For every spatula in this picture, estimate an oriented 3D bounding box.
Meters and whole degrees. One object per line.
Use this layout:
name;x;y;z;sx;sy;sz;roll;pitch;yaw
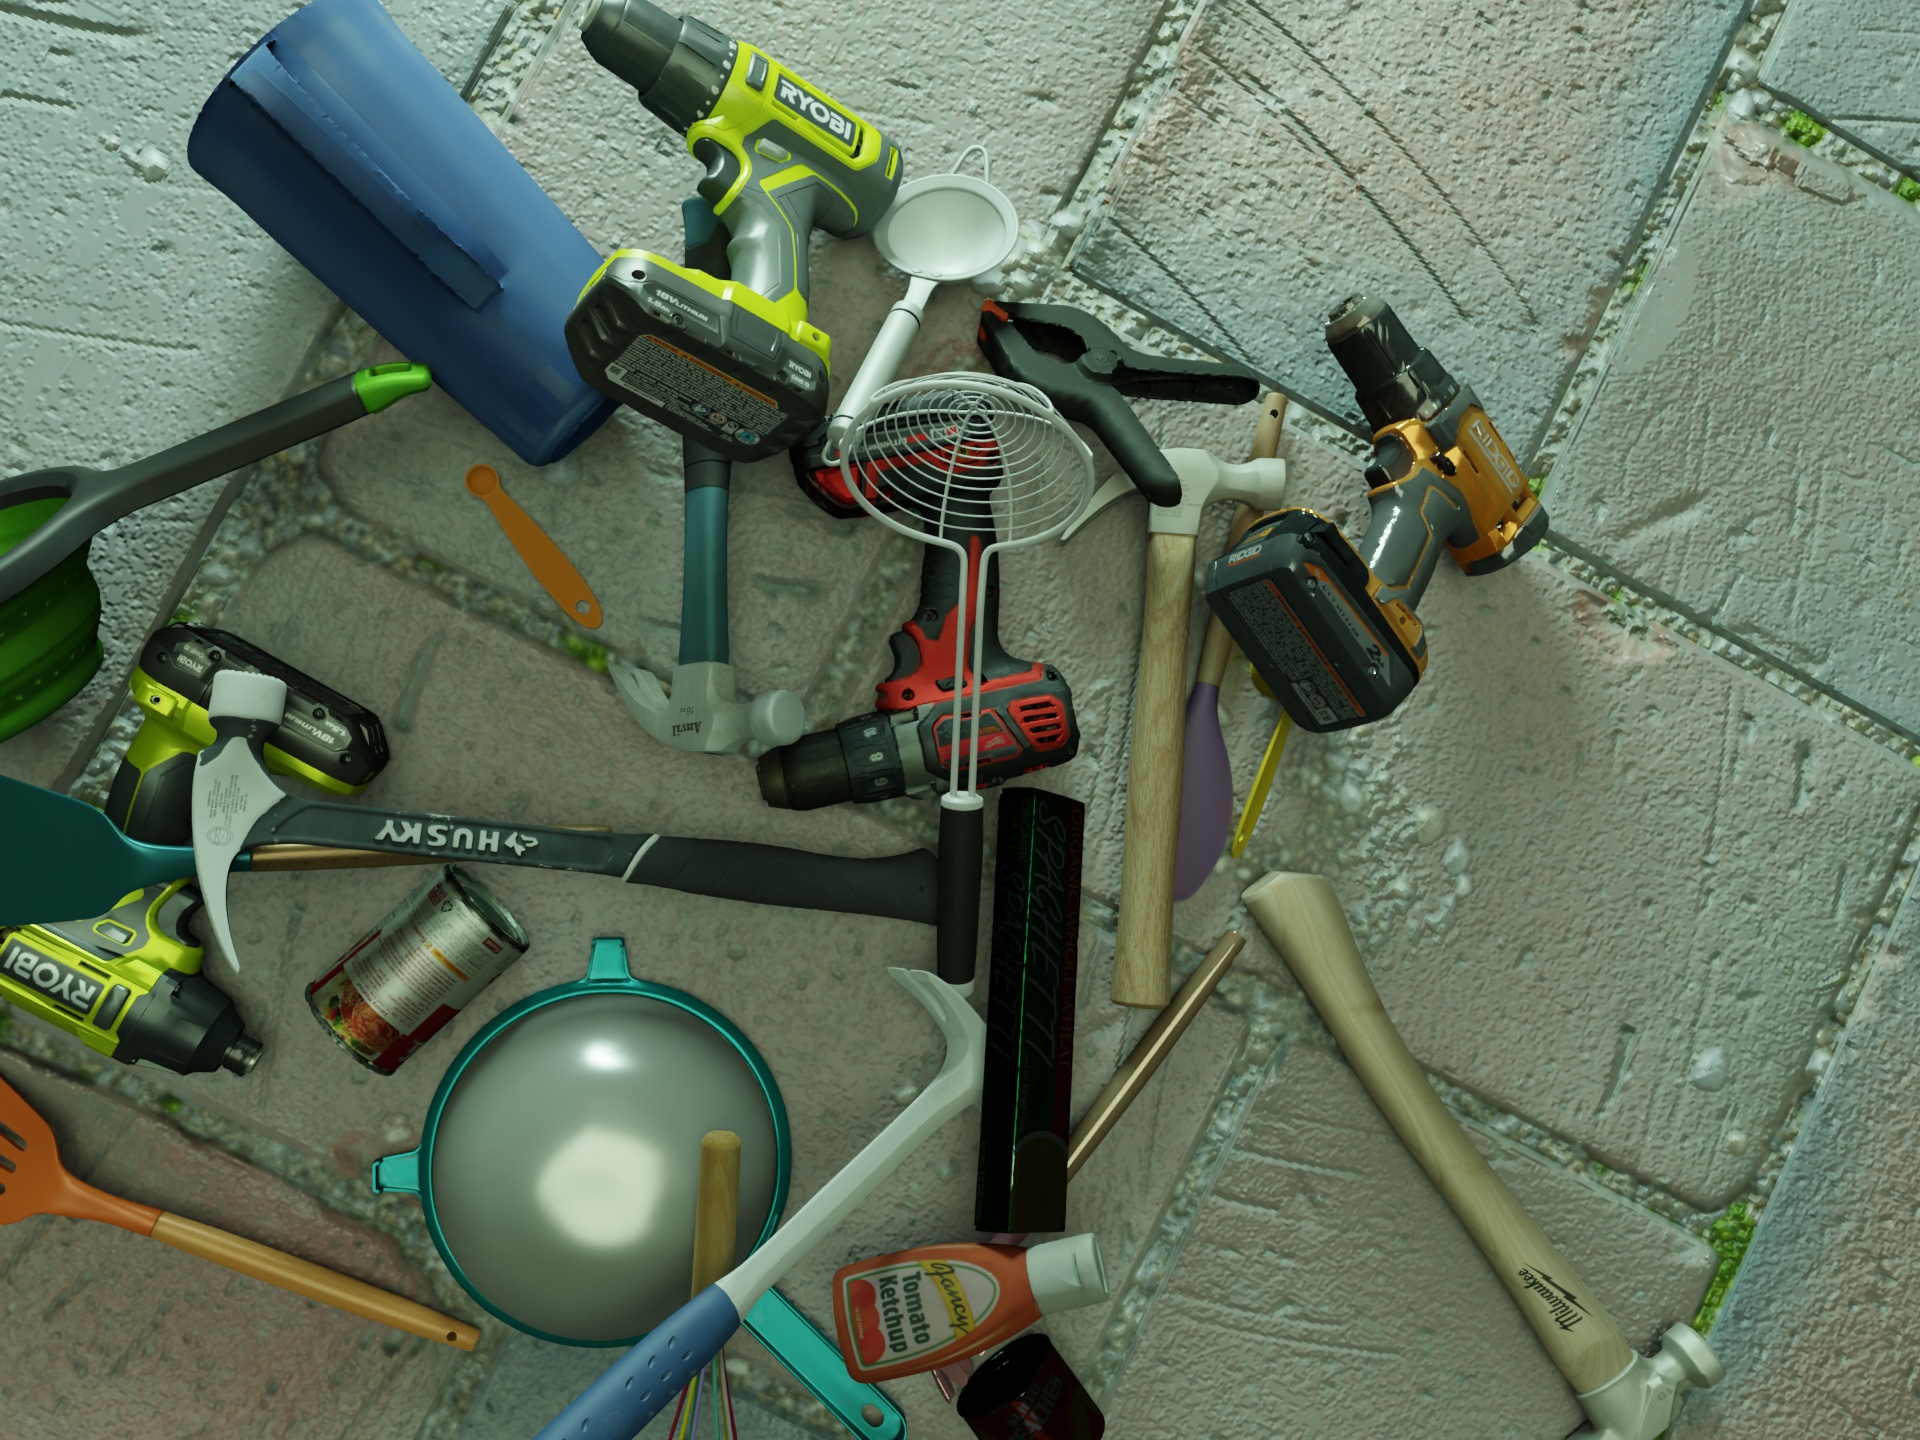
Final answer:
spatula;-0.345;0.065;0.837;0.317;0.044;0.082;-1;102;-22
spatula;-0.421;0.286;0.886;0.322;0.041;0.081;25;85;-9
spatula;0.159;-0.046;0.968;0.060;0.018;0.316;13;87;-2

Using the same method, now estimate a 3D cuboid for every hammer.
hammer;-0.194;0.077;0.859;0.408;0.036;0.149;9;78;-22
hammer;-0.113;0.282;0.802;0.405;0.035;0.144;-36;110;-37
hammer;0.290;0.272;0.962;0.146;0.038;0.410;-35;91;-6
hammer;0.115;0.003;0.943;0.130;0.031;0.331;5;87;4
hammer;-0.143;-0.143;0.906;0.128;0.033;0.331;-8;77;36

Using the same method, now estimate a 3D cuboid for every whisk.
whisk;-0.134;0.339;0.830;0.047;0.051;0.245;4;89;-22

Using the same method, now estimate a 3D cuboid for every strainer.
strainer;-0.030;-0.233;0.906;0.087;0.050;0.259;15;56;10
strainer;-0.153;0.297;0.878;0.340;0.095;0.211;45;83;-2

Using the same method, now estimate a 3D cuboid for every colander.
colander;-0.449;-0.076;0.836;0.397;0.205;0.094;-24;122;-4

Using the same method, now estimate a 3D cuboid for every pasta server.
pasta server;0.077;0.255;0.936;0.040;0.060;0.316;37;80;12

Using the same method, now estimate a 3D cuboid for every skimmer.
skimmer;-0.001;-0.003;0.836;0.127;0.090;0.363;4;110;6

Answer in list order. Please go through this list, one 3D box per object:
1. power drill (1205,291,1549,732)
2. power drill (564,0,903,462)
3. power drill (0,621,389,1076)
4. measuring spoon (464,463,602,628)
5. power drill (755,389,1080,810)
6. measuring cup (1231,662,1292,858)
power drill;0.233;-0.125;0.912;0.226;0.084;0.185;-46;105;-31
power drill;-0.133;-0.272;0.855;0.190;0.080;0.229;25;58;-29
power drill;-0.419;0.074;0.869;0.171;0.080;0.223;31;88;-9
measuring spoon;-0.248;-0.101;0.929;0.021;0.011;0.117;-39;96;-6
power drill;-0.042;-0.062;0.919;0.188;0.080;0.226;-13;92;-7
measuring cup;0.181;0.007;0.962;0.029;0.062;0.156;23;100;31
